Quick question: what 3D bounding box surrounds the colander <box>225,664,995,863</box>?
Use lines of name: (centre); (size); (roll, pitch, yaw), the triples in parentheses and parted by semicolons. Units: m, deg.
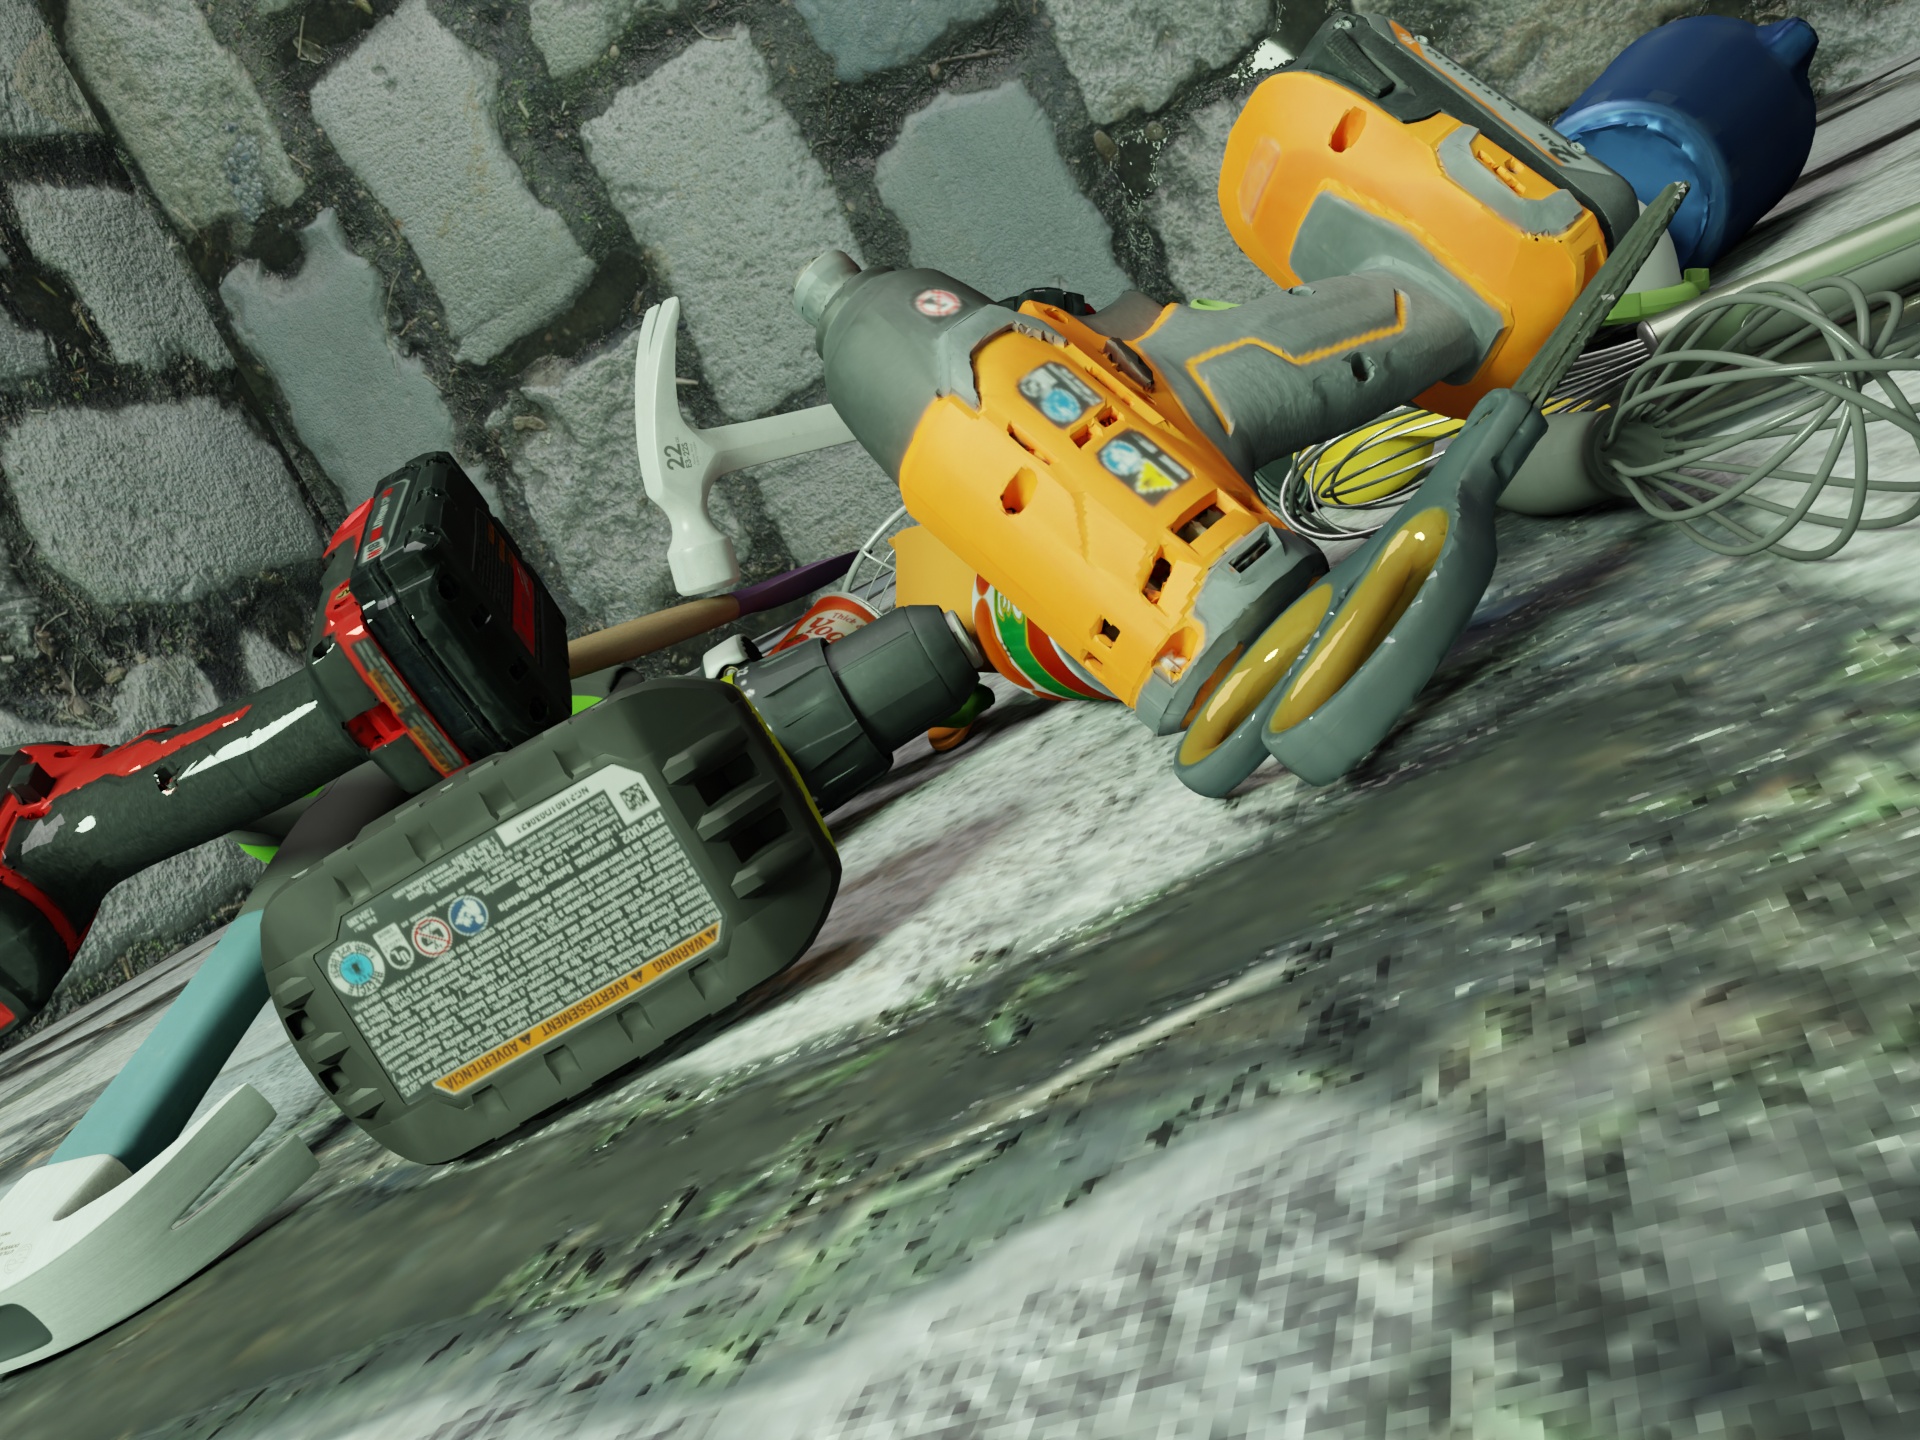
colander: (-0.161, 0.041, 0.684); (0.397, 0.094, 0.204); (-5, 16, 27)

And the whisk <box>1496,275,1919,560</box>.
whisk: (0.162, -0.065, 0.376); (0.055, 0.055, 0.239); (-27, 3, 6)

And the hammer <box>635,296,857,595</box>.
hammer: (0.002, -0.190, 0.896); (0.405, 0.144, 0.035); (-21, 13, -33)

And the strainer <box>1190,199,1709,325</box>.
strainer: (0.229, -0.231, 0.791); (0.256, 0.069, 0.151); (8, 22, 35)

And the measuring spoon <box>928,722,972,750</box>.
measuring spoon: (-0.001, -0.002, 0.654); (0.021, 0.011, 0.117); (-31, 11, 8)

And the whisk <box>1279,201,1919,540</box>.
whisk: (0.223, -0.118, 0.529); (0.246, 0.057, 0.059); (-22, 43, 18)

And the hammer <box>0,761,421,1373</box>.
hammer: (-0.221, 0.060, 0.522); (0.128, 0.033, 0.331); (-15, 31, 18)

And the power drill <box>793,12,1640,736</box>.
power drill: (0.072, -0.115, 0.455); (0.226, 0.164, 0.084); (-40, -17, -28)

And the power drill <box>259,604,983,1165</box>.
power drill: (-0.082, 0.028, 0.473); (0.190, 0.080, 0.228); (-30, 5, 5)

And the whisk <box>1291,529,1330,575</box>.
whisk: (0.087, -0.073, 0.647); (0.073, 0.073, 0.296); (-28, 14, -2)

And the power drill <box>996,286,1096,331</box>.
power drill: (0.119, -0.169, 0.842); (0.226, 0.080, 0.188); (1, 1, -29)

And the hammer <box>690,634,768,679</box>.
hammer: (-0.149, -0.018, 1.036); (0.149, 0.036, 0.409); (-31, 3, 9)

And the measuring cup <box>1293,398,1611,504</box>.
measuring cup: (0.196, -0.108, 0.630); (0.062, 0.029, 0.157); (-43, 25, -17)

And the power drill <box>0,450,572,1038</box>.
power drill: (-0.242, 0.007, 0.520); (0.219, 0.078, 0.143); (-30, 29, 0)

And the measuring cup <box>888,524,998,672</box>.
measuring cup: (0.026, -0.042, 0.649); (0.095, 0.052, 0.173); (1, -4, 10)

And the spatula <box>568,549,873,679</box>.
spatula: (-0.130, -0.053, 0.800); (0.060, 0.018, 0.316); (-30, 0, 30)

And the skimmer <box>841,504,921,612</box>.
skimmer: (-0.050, -0.079, 1.006); (0.127, 0.090, 0.363); (-31, 8, -15)
